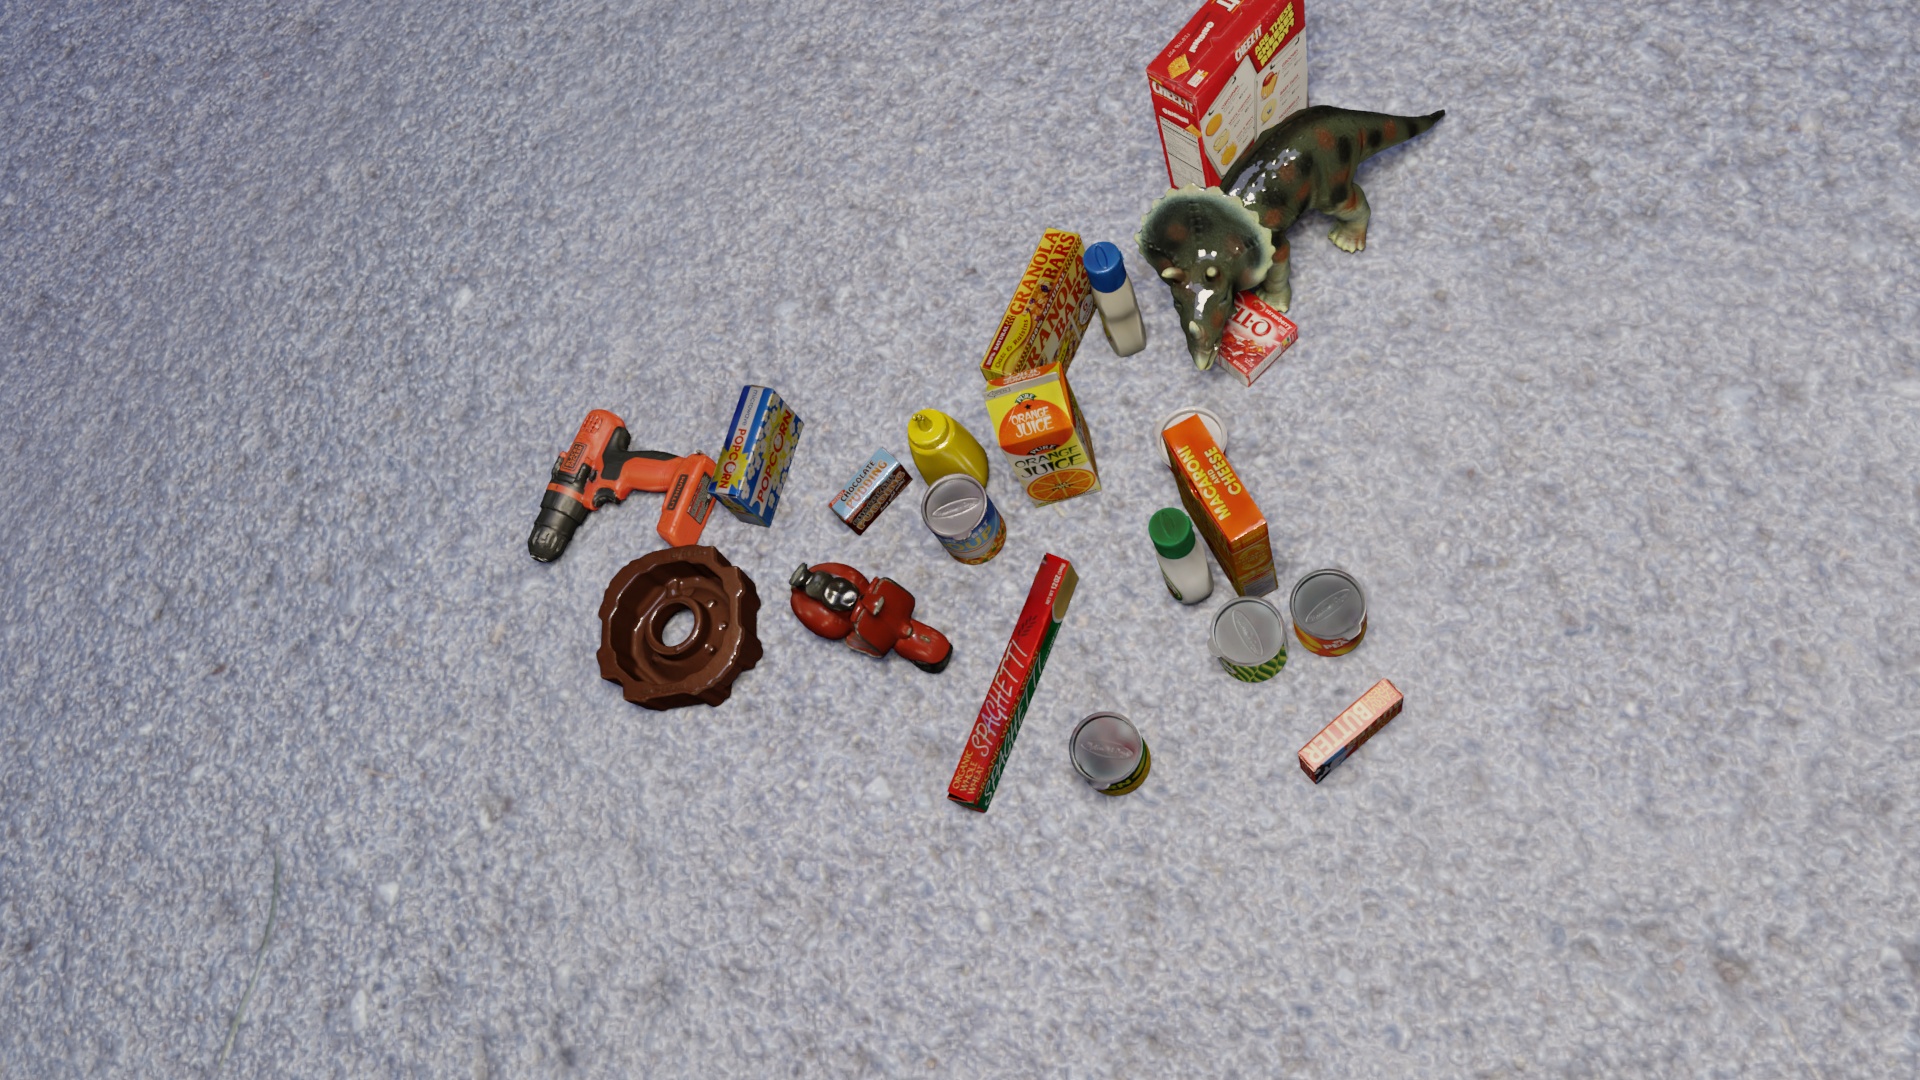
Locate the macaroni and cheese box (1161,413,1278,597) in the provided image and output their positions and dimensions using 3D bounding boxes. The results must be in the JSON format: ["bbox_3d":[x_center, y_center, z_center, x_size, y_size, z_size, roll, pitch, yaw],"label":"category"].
[{"bbox_3d":[0.235,-0.024,1.254,0.040,0.166,0.124,-29,64,4],"label":"macaroni and cheese box"}]

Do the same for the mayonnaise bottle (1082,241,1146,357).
[{"bbox_3d":[0.152,-0.242,1.378,0.041,0.147,0.065,-20,65,8],"label":"mayonnaise bottle"}]

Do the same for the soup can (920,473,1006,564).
[{"bbox_3d":[0.005,-0.017,1.365,0.071,0.083,0.071,-6,67,14],"label":"soup can"}]

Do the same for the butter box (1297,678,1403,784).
[{"bbox_3d":[0.339,0.166,1.208,0.103,0.053,0.024,-40,63,-2],"label":"butter box"}]

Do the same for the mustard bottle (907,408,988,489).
[{"bbox_3d":[-0.018,-0.091,1.360,0.065,0.160,0.049,-4,68,15],"label":"mustard bottle"}]

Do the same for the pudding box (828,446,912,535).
[{"bbox_3d":[-0.092,-0.051,1.427,0.030,0.049,0.084,40,84,26],"label":"pudding box"}]

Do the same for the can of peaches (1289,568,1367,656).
[{"bbox_3d":[0.332,0.068,1.248,0.071,0.058,0.071,-6,67,14],"label":"can of peaches"}]

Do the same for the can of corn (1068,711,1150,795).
[{"bbox_3d":[0.135,0.196,1.253,0.071,0.058,0.071,-6,67,14],"label":"can of corn"}]

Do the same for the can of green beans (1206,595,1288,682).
[{"bbox_3d":[0.262,0.090,1.259,0.071,0.057,0.071,-6,67,14],"label":"can of green beans"}]

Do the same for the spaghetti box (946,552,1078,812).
[{"bbox_3d":[0.051,0.134,1.308,0.029,0.050,0.250,17,74,22],"label":"spaghetti box"}]

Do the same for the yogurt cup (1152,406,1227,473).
[{"bbox_3d":[0.226,-0.089,1.346,0.072,0.053,0.072,-6,67,14],"label":"yogurt cup"}]

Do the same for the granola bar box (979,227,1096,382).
[{"bbox_3d":[0.082,-0.212,1.400,0.039,0.124,0.166,19,75,23],"label":"granola bar box"}]

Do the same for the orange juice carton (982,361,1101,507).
[{"bbox_3d":[0.078,-0.106,1.320,0.072,0.192,0.073,-15,65,11],"label":"orange juice carton"}]

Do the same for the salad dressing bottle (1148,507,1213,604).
[{"bbox_3d":[0.199,0.013,1.260,0.044,0.147,0.064,-24,64,6],"label":"salad dressing bottle"}]

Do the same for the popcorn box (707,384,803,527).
[{"bbox_3d":[-0.213,-0.089,1.458,0.038,0.085,0.127,9,71,20],"label":"popcorn box"}]
